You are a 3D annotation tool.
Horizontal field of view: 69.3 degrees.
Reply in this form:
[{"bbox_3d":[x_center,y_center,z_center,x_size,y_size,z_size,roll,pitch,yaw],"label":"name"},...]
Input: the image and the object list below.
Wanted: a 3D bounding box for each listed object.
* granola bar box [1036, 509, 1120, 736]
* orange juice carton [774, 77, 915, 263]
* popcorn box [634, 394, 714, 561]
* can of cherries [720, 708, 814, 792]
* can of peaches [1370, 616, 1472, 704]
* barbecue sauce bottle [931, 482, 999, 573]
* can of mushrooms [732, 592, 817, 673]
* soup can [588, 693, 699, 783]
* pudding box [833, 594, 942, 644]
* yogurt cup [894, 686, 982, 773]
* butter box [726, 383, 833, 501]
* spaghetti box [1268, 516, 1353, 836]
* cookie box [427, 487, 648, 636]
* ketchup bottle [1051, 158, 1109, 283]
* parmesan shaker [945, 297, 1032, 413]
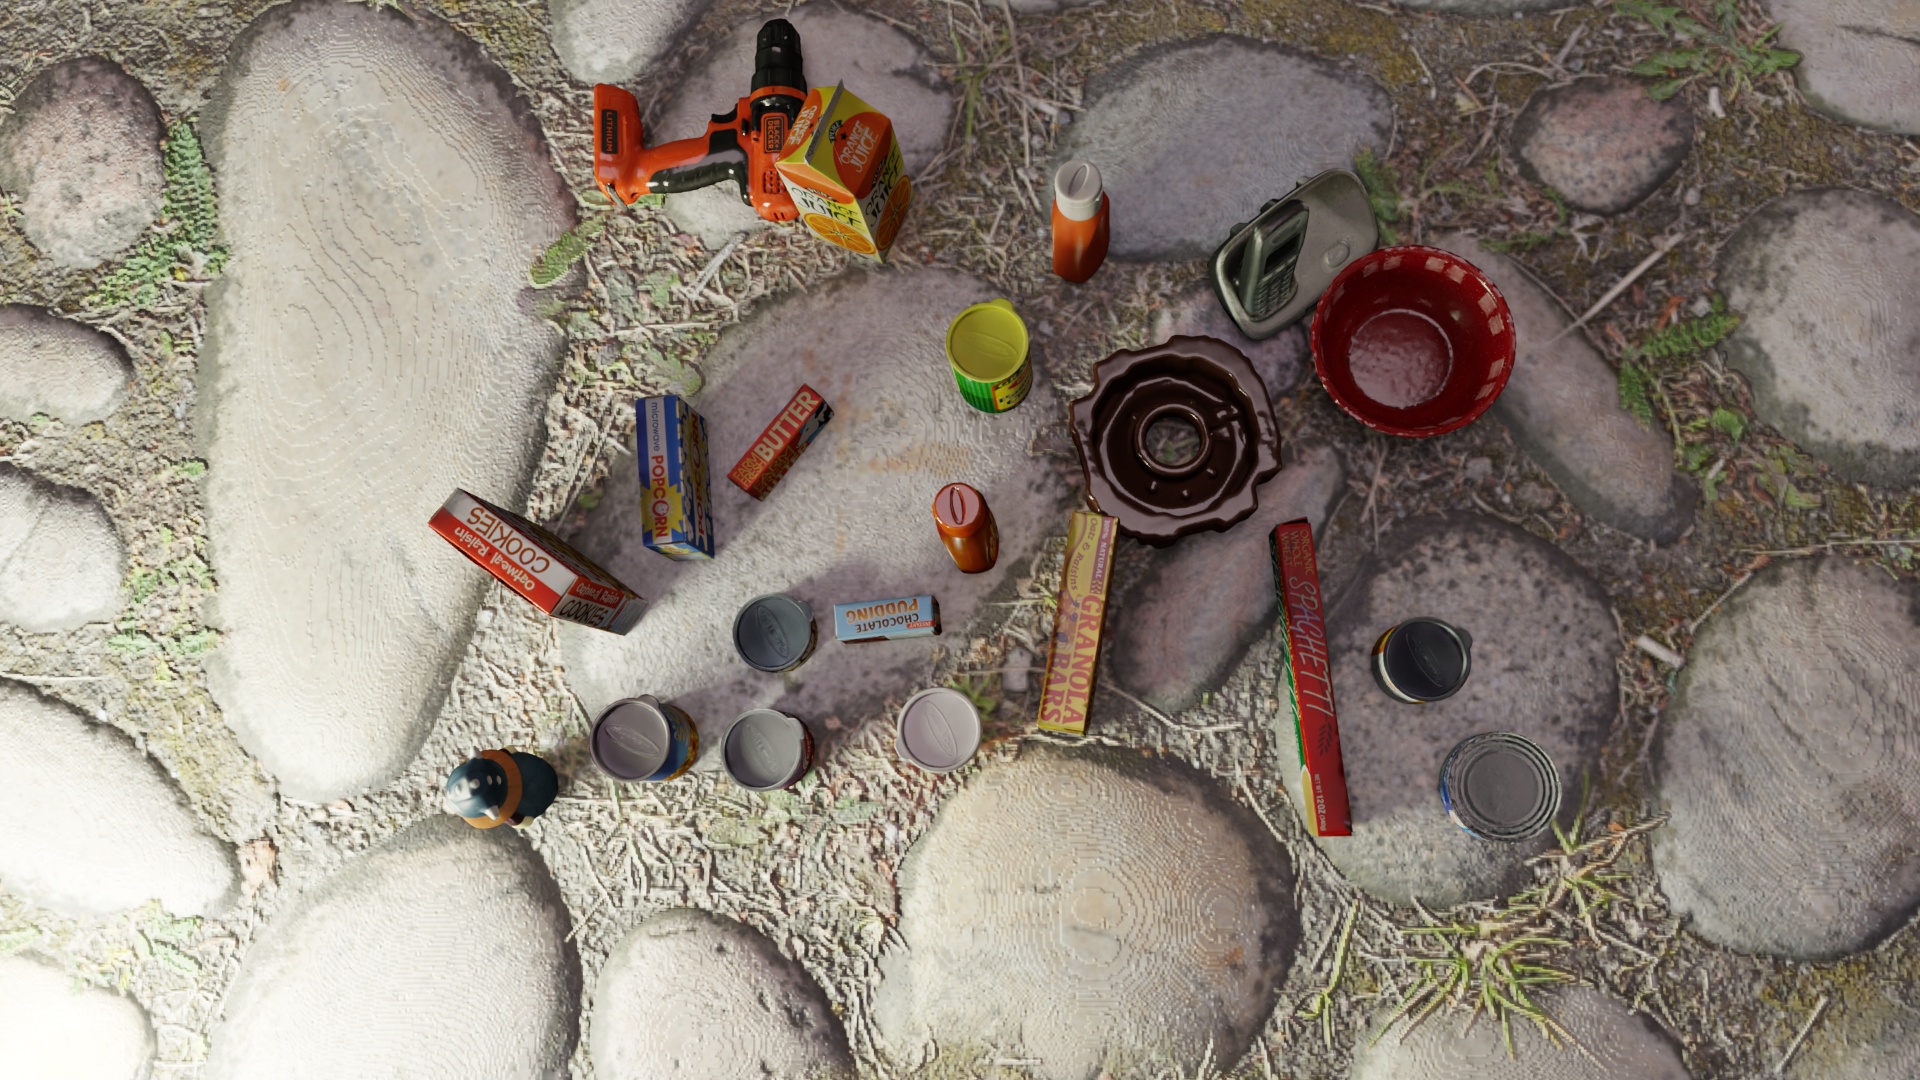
[{"bbox_3d":[0.094,0.069,1.090,0.039,0.124,0.165,9,81,7],"label":"granola bar box"},{"bbox_3d":[-0.095,-0.303,1.139,0.073,0.192,0.072,23,84,9],"label":"orange juice carton"},{"bbox_3d":[-0.238,-0.051,1.162,0.038,0.085,0.127,-6,80,4],"label":"popcorn box"},{"bbox_3d":[-0.153,0.170,1.128,0.071,0.058,0.071,-1,80,5],"label":"can of cherries"},{"bbox_3d":[0.363,0.094,1.094,0.071,0.058,0.071,-1,80,5],"label":"can of peaches"},{"bbox_3d":[0.004,-0.014,1.100,0.044,0.148,0.065,-9,80,4],"label":"barbecue sauce bottle"},{"bbox_3d":[-0.152,0.076,1.158,0.071,0.033,0.071,-1,80,5],"label":"can of mushrooms"},{"bbox_3d":[-0.253,0.161,1.126,0.071,0.083,0.071,-1,80,5],"label":"soup can"},{"bbox_3d":[-0.060,0.066,1.143,0.084,0.049,0.030,-6,80,4],"label":"pudding box"},{"bbox_3d":[-0.014,0.153,1.121,0.072,0.054,0.072,-1,80,5],"label":"yogurt cup"},{"bbox_3d":[-0.151,-0.082,1.176,0.024,0.053,0.103,39,86,10],"label":"butter box"},{"bbox_3d":[0.277,0.108,1.103,0.029,0.050,0.250,-6,79,4],"label":"spaghetti box"},{"bbox_3d":[-0.335,0.022,1.116,0.123,0.167,0.040,34,85,10],"label":"cookie box"},{"bbox_3d":[0.098,-0.264,1.136,0.043,0.148,0.065,24,84,9],"label":"ketchup bottle"},{"bbox_3d":[0.027,-0.151,1.146,0.071,0.103,0.071,-1,80,5],"label":"parmesan shaker"}]
